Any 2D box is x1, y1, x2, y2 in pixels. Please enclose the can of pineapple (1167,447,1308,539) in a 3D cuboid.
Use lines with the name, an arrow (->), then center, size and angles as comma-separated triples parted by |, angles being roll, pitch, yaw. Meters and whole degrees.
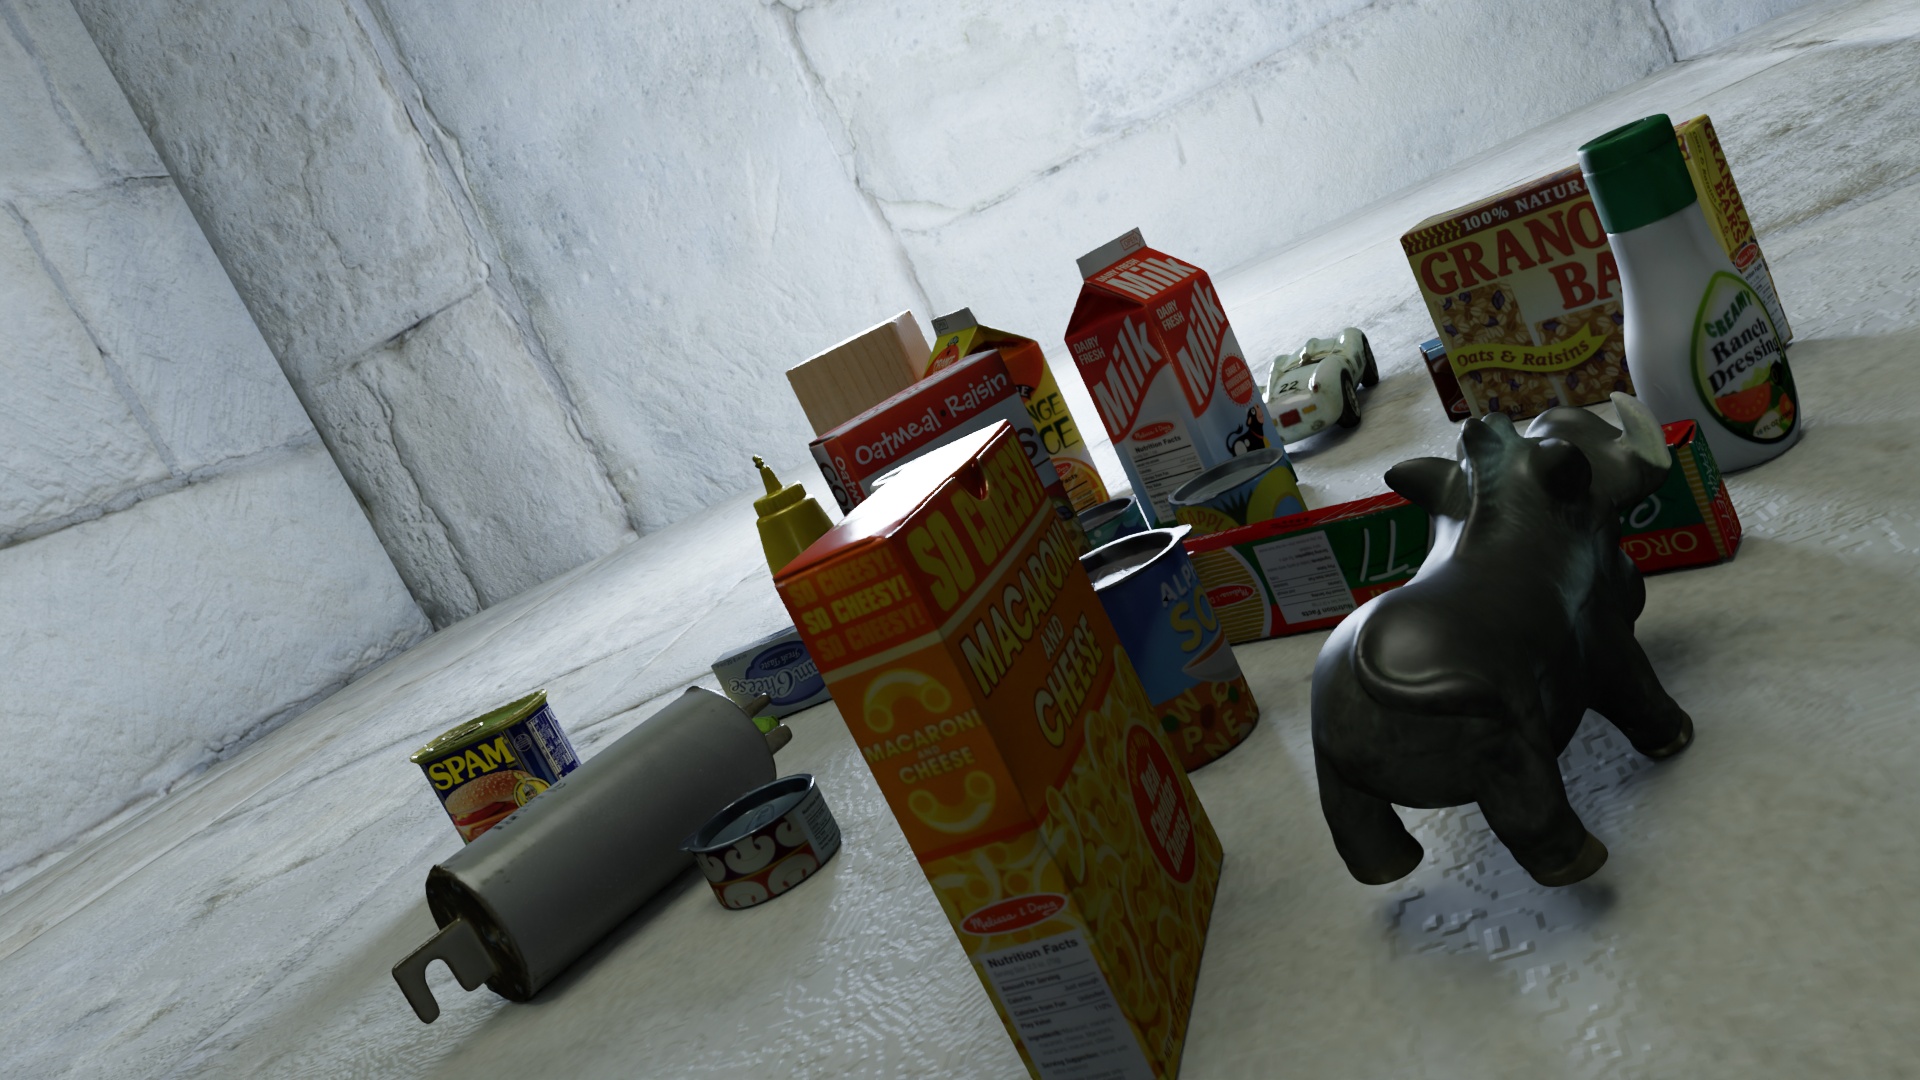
can of pineapple -> 0.151, -0.009, 0.741 | 0.071, 0.057, 0.071 | -25, 10, 5

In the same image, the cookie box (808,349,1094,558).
cookie box -> 0.003, -0.010, 0.803 | 0.123, 0.167, 0.040 | -32, 11, -31

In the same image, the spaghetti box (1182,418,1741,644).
spaghetti box -> 0.192, 0.004, 0.591 | 0.249, 0.050, 0.029 | -16, 14, 46

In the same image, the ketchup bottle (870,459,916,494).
ketchup bottle -> 0.009, 0.034, 0.615 | 0.064, 0.148, 0.044 | -24, 10, 13

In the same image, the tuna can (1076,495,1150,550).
tuna can -> 0.091, 0.000, 0.919 | 0.071, 0.032, 0.071 | -25, 10, 5

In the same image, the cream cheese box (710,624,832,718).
cream cheese box -> -0.110, 0.085, 0.929 | 0.103, 0.053, 0.024 | -23, 10, 20

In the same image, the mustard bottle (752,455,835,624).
mustard bottle -> -0.115, 0.008, 1.029 | 0.048, 0.160, 0.065 | -21, 11, 28

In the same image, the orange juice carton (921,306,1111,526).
orange juice carton -> 0.034, -0.073, 0.975 | 0.073, 0.192, 0.072 | -30, 10, -19

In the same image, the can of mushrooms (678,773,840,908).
can of mushrooms -> -0.094, 0.142, 0.654 | 0.071, 0.033, 0.071 | -25, 10, 5

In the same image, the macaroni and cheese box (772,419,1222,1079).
macaroni and cheese box -> 0.021, 0.057, 0.410 | 0.040, 0.166, 0.124 | -22, 10, 22

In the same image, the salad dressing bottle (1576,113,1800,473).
salad dressing bottle -> 0.301, -0.102, 0.579 | 0.064, 0.147, 0.044 | -29, 10, -18

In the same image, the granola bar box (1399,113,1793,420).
granola bar box -> 0.335, -0.137, 0.744 | 0.039, 0.124, 0.165 | -33, 12, -34

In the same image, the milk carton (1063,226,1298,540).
milk carton -> 0.132, -0.100, 0.875 | 0.073, 0.190, 0.073 | -16, 14, 48

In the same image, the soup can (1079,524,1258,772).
soup can -> 0.079, 0.045, 0.569 | 0.071, 0.083, 0.071 | -26, 10, 5

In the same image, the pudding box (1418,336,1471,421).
pudding box -> 0.329, -0.112, 0.847 | 0.083, 0.049, 0.030 | -23, 10, 16
